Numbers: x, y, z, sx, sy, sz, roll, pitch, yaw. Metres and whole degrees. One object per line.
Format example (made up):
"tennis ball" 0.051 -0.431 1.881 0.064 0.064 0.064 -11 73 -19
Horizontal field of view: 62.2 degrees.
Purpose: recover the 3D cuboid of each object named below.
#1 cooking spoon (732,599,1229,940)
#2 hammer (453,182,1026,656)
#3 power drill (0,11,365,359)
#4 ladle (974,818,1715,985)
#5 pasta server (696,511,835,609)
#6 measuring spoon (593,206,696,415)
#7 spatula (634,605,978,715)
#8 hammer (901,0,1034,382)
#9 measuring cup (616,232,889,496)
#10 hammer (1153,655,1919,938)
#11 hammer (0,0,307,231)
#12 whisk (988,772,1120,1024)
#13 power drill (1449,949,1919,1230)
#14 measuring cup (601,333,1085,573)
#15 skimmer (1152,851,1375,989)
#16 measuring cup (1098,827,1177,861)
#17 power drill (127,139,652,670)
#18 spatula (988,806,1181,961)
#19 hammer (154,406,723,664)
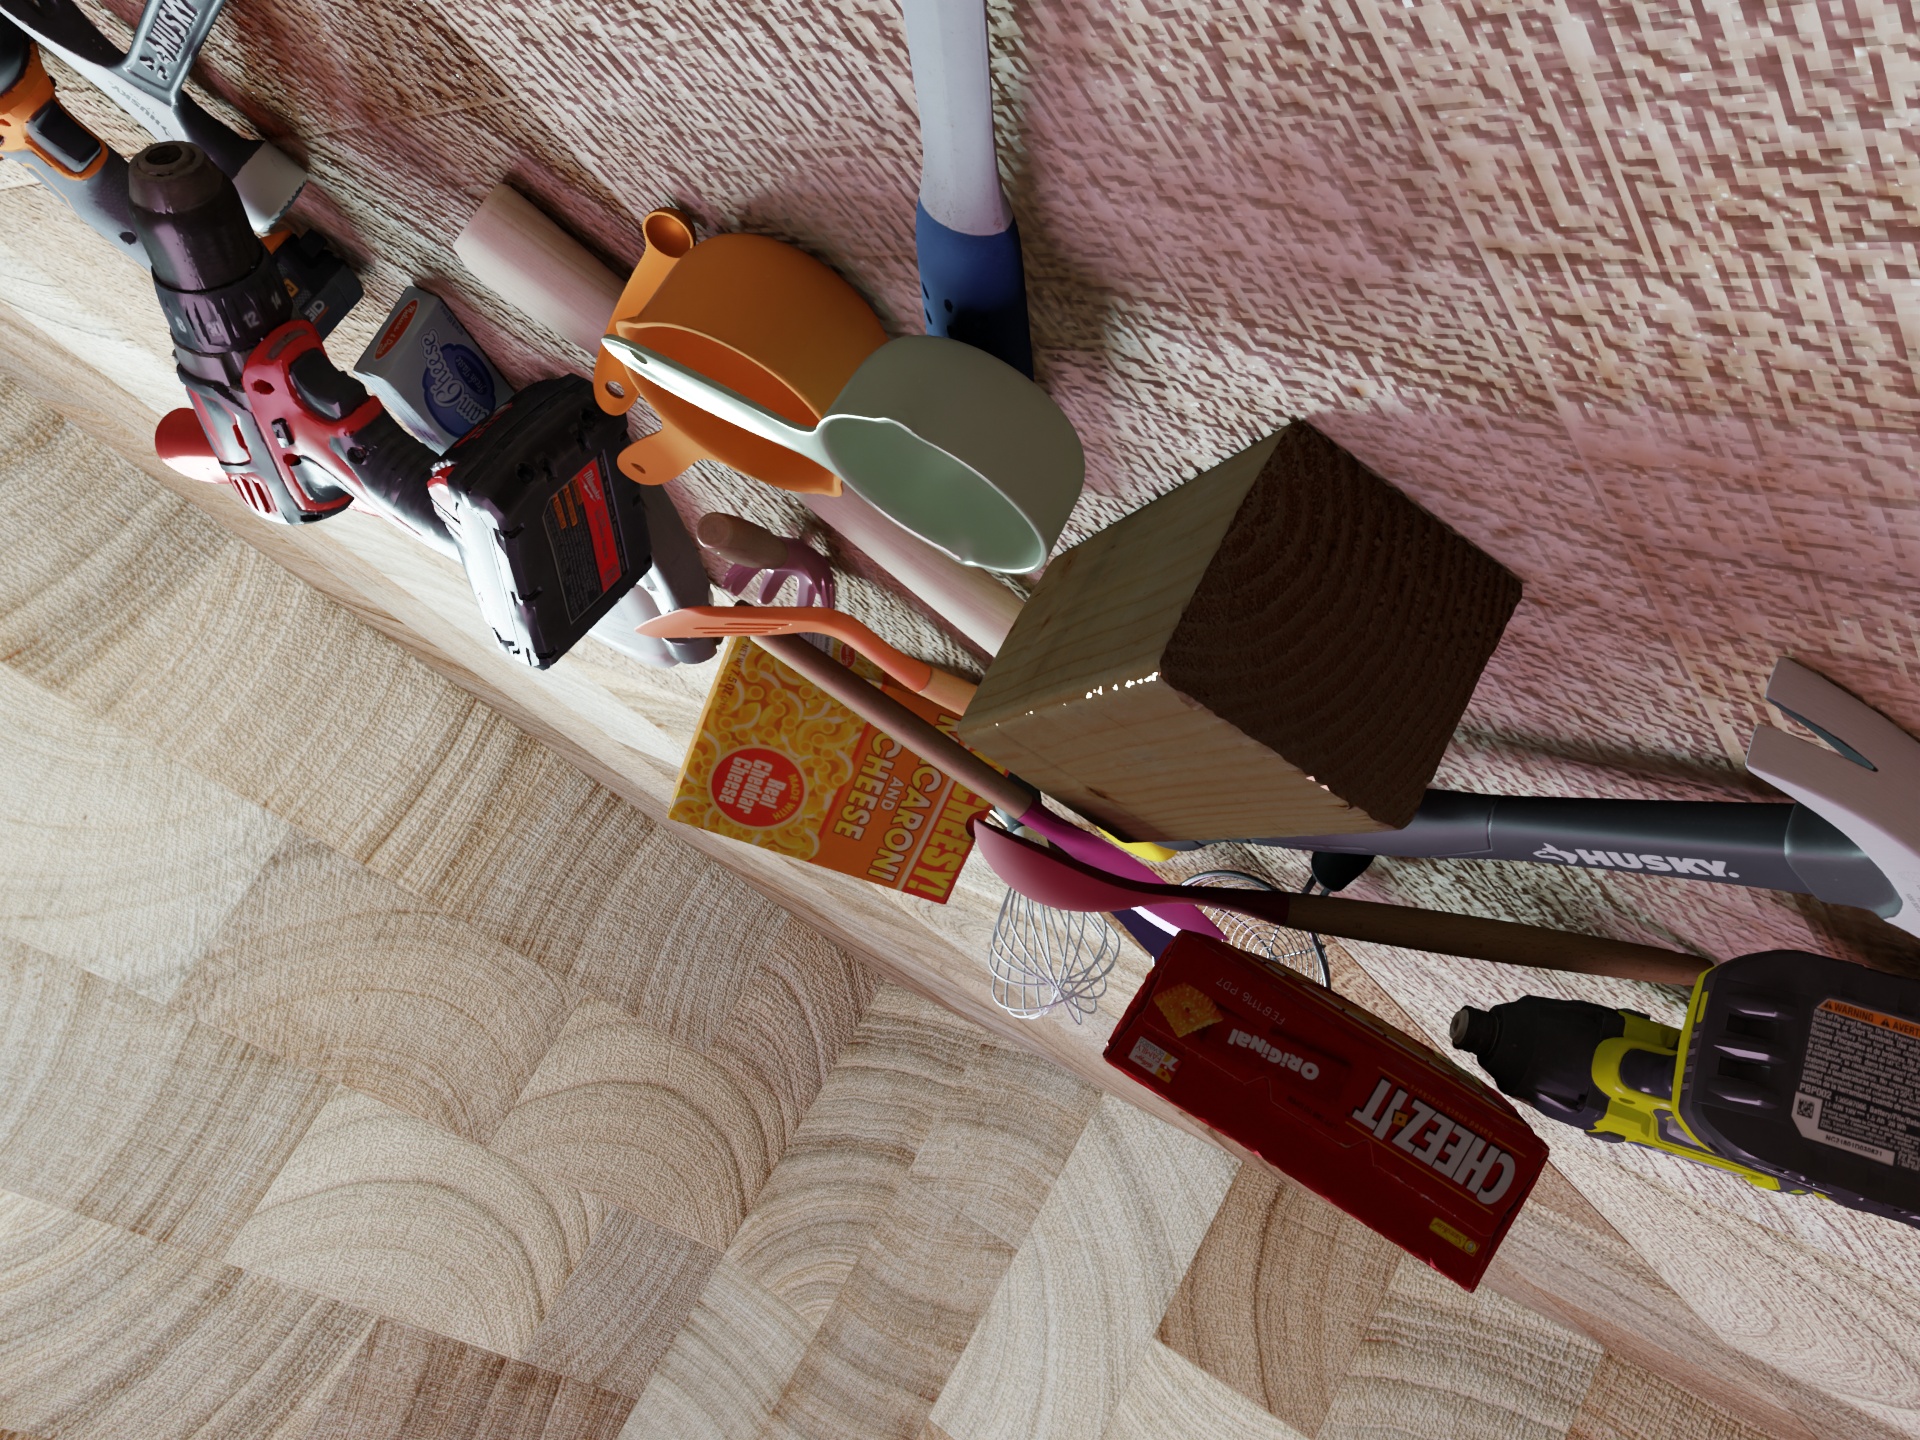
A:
"cooking spoon" 0.013 0.032 0.835 0.318 0.017 0.069 35 170 -12
"hammer" -0.027 -0.082 0.675 0.410 0.038 0.146 36 165 -21
"power drill" -0.413 -0.261 0.782 0.226 0.084 0.164 42 163 -26
"ladle" 0.159 0.080 0.657 0.315 0.031 0.069 9 -179 -3
"pasta server" -0.089 -0.068 0.709 0.060 0.040 0.316 20 -177 -2
"measuring spoon" -0.119 -0.151 0.594 0.021 0.011 0.117 31 146 -8
"spatula" -0.001 -0.003 0.787 0.322 0.041 0.081 25 164 -25
"hammer" -0.004 -0.140 0.403 0.144 0.035 0.405 28 167 12
"measuring cup" -0.086 -0.124 0.587 0.095 0.052 0.174 36 162 -22
"hammer" 0.179 0.035 0.567 0.146 0.035 0.335 39 158 -31
"hammer" -0.258 -0.260 0.534 0.149 0.036 0.409 39 164 -29
"whisk" 0.043 0.085 0.899 0.070 0.070 0.285 34 -165 -14
"power drill" 0.309 0.147 0.636 0.171 0.080 0.223 17 168 1
"measuring cup" -0.037 -0.097 0.477 0.168 0.038 0.083 27 167 23
"skimmer" 0.162 0.109 0.840 0.127 0.090 0.363 57 173 18
"measuring cup" 0.064 0.034 0.914 0.156 0.029 0.062 32 167 -14
"power drill" -0.253 -0.136 0.687 0.227 0.080 0.187 26 146 18
"spatula" 0.069 0.092 0.990 0.316 0.018 0.059 37 151 47
"hammer" -0.296 -0.123 0.844 0.359 0.037 0.149 17 152 22
